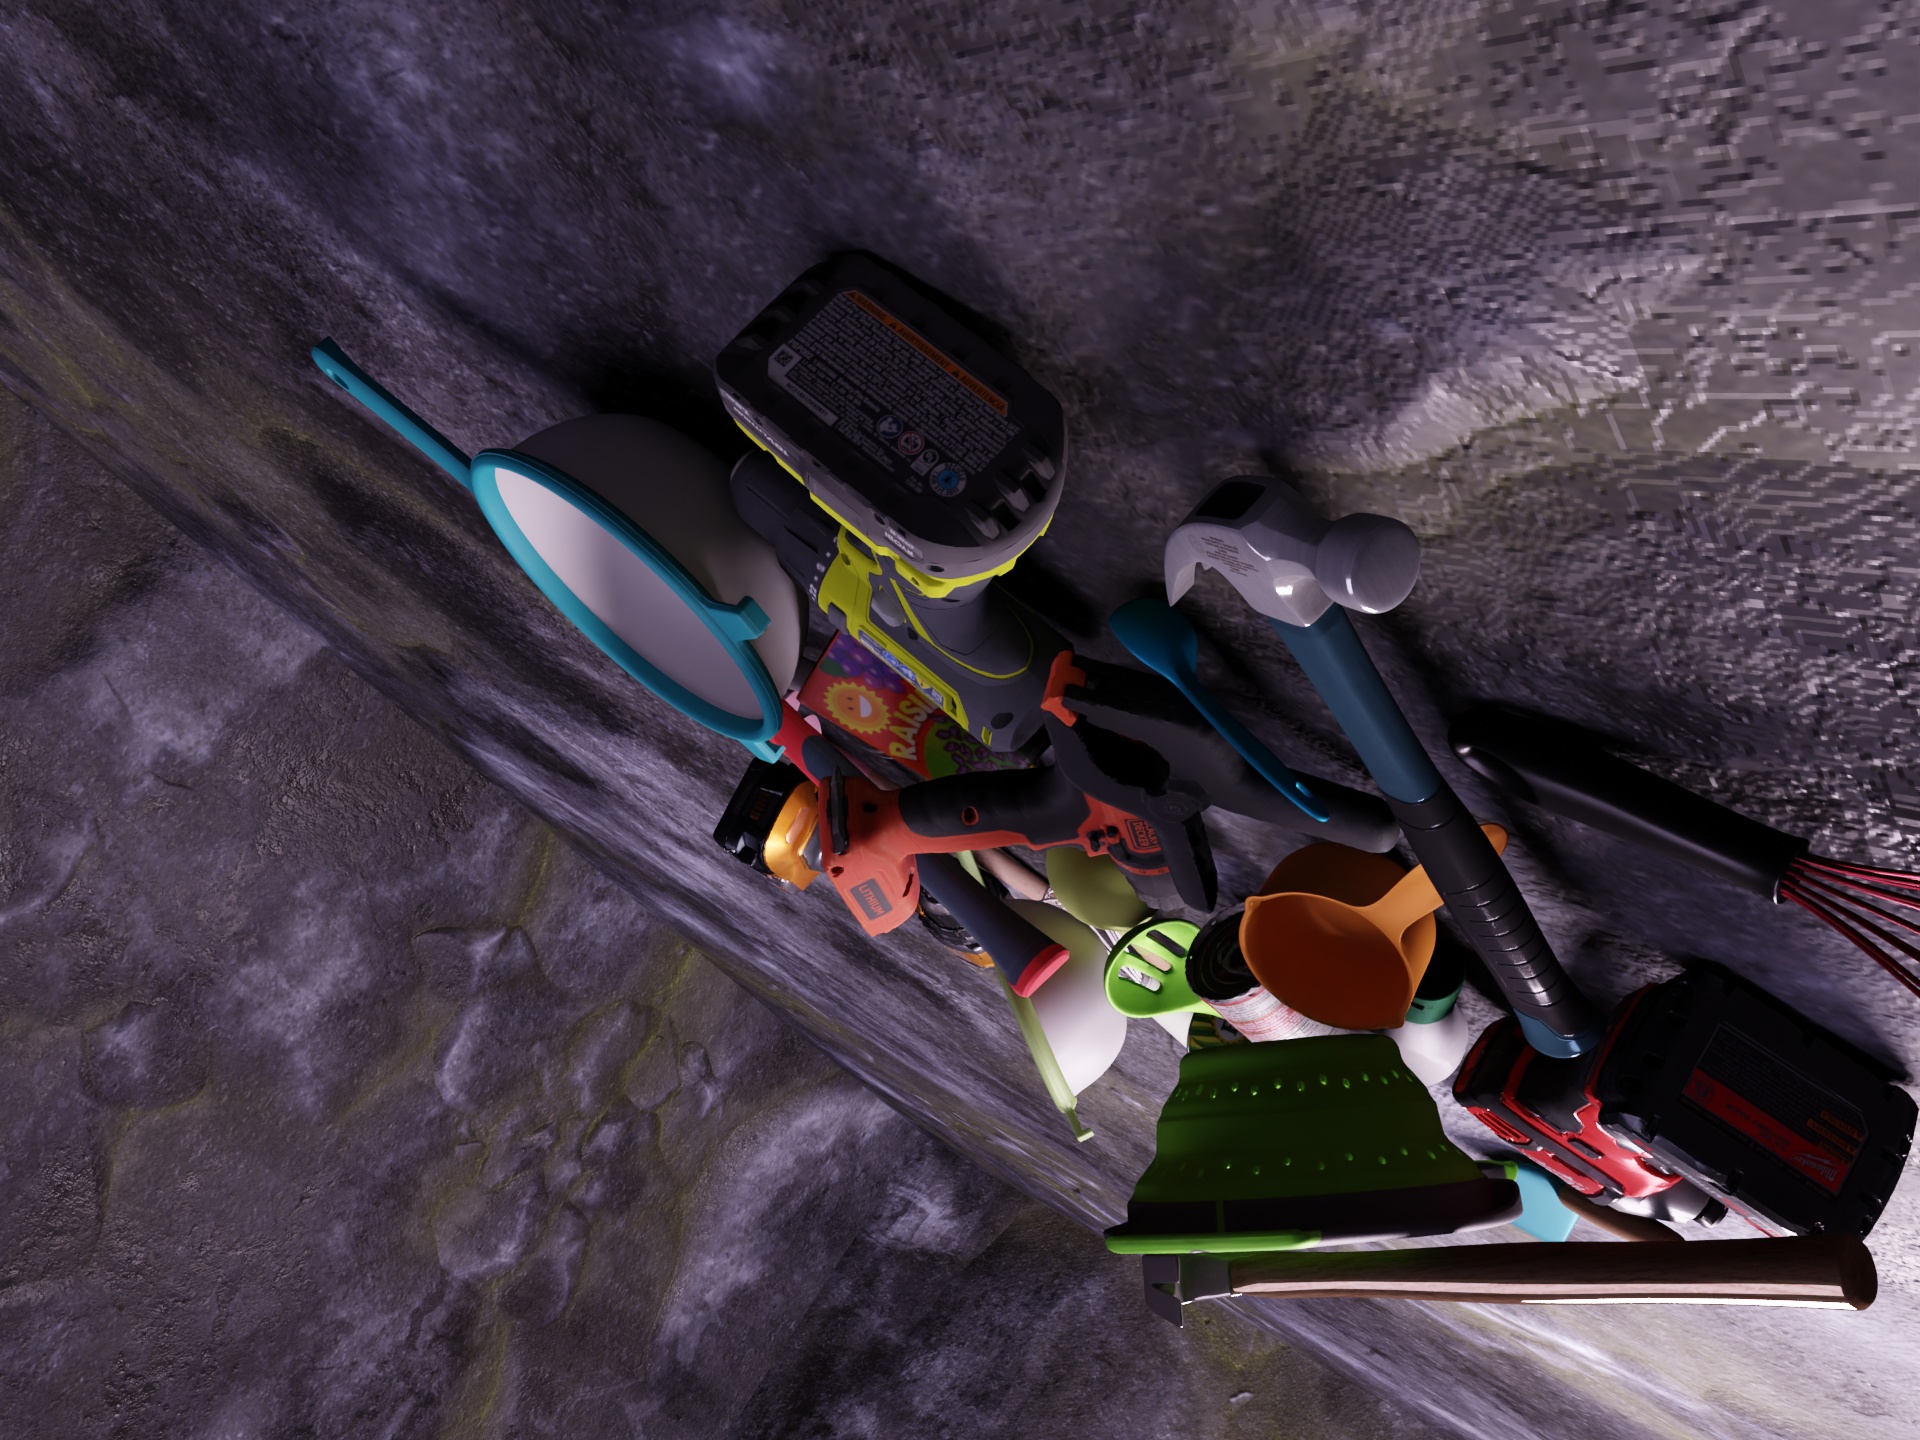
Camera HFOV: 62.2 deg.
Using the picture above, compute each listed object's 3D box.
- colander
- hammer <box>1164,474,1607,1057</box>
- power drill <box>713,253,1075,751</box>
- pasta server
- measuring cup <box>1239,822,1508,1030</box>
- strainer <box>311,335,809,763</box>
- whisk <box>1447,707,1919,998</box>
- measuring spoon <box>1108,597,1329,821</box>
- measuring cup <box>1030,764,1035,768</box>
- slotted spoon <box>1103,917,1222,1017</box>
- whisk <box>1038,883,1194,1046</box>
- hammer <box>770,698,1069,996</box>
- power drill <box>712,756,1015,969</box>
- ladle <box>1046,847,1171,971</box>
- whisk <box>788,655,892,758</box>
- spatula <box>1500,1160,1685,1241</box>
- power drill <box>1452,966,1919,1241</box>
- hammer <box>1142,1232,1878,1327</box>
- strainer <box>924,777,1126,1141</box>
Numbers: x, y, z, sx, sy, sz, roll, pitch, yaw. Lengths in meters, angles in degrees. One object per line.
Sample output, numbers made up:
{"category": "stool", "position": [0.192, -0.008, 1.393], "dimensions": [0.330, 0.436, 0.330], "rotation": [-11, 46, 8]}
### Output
{"category": "colander", "position": [0.219, 0.222, 0.865], "dimensions": [0.204, 0.094, 0.396], "rotation": [-15, 162, 35]}
{"category": "hammer", "position": [0.179, 0.033, 0.611], "dimensions": [0.330, 0.033, 0.128], "rotation": [50, 170, -33]}
{"category": "power drill", "position": [-0.034, -0.090, 0.676], "dimensions": [0.191, 0.080, 0.228], "rotation": [40, 166, 13]}
{"category": "pasta server", "position": [-0.041, 0.049, 1.140], "dimensions": [0.316, 0.040, 0.060], "rotation": [34, 163, -10]}
{"category": "measuring cup", "position": [0.203, 0.079, 0.744], "dimensions": [0.095, 0.052, 0.173], "rotation": [40, 138, 3]}
{"category": "strainer", "position": [-0.202, -0.129, 0.865], "dimensions": [0.340, 0.095, 0.211], "rotation": [38, 161, 11]}
{"category": "whisk", "position": [0.285, 0.056, 0.507], "dimensions": [0.296, 0.073, 0.073], "rotation": [29, 163, 41]}
{"category": "measuring spoon", "position": [0.110, -0.010, 0.649], "dimensions": [0.042, 0.021, 0.129], "rotation": [1, -140, -52]}
{"category": "measuring cup", "position": [-0.001, -0.003, 0.914], "dimensions": [0.062, 0.029, 0.156], "rotation": [12, 149, 51]}
{"category": "slotted spoon", "position": [0.203, 0.202, 1.008], "dimensions": [0.313, 0.070, 0.031], "rotation": [33, -173, -29]}
{"category": "whisk", "position": [0.124, 0.187, 1.163], "dimensions": [0.059, 0.058, 0.246], "rotation": [-17, 138, 30]}
{"category": "hammer", "position": [-0.084, 0.018, 0.949], "dimensions": [0.387, 0.038, 0.143], "rotation": [41, 159, 25]}
{"category": "power drill", "position": [-0.065, 0.105, 1.158], "dimensions": [0.226, 0.084, 0.185], "rotation": [23, 169, 18]}
{"category": "ladle", "position": [0.138, 0.147, 1.056], "dimensions": [0.078, 0.062, 0.319], "rotation": [19, 163, 34]}
{"category": "whisk", "position": [-0.091, -0.022, 1.010], "dimensions": [0.239, 0.055, 0.055], "rotation": [21, 158, 47]}
{"category": "spatula", "position": [0.366, 0.296, 0.942], "dimensions": [0.082, 0.044, 0.317], "rotation": [30, 174, 10]}
{"category": "power drill", "position": [0.329, 0.190, 0.742], "dimensions": [0.143, 0.078, 0.219], "rotation": [34, 166, 8]}
{"category": "hammer", "position": [0.219, 0.244, 0.702], "dimensions": [0.130, 0.031, 0.331], "rotation": [10, 159, -44]}
{"category": "strainer", "position": [0.049, 0.126, 1.003], "dimensions": [0.152, 0.069, 0.256], "rotation": [-110, -1, -65]}
